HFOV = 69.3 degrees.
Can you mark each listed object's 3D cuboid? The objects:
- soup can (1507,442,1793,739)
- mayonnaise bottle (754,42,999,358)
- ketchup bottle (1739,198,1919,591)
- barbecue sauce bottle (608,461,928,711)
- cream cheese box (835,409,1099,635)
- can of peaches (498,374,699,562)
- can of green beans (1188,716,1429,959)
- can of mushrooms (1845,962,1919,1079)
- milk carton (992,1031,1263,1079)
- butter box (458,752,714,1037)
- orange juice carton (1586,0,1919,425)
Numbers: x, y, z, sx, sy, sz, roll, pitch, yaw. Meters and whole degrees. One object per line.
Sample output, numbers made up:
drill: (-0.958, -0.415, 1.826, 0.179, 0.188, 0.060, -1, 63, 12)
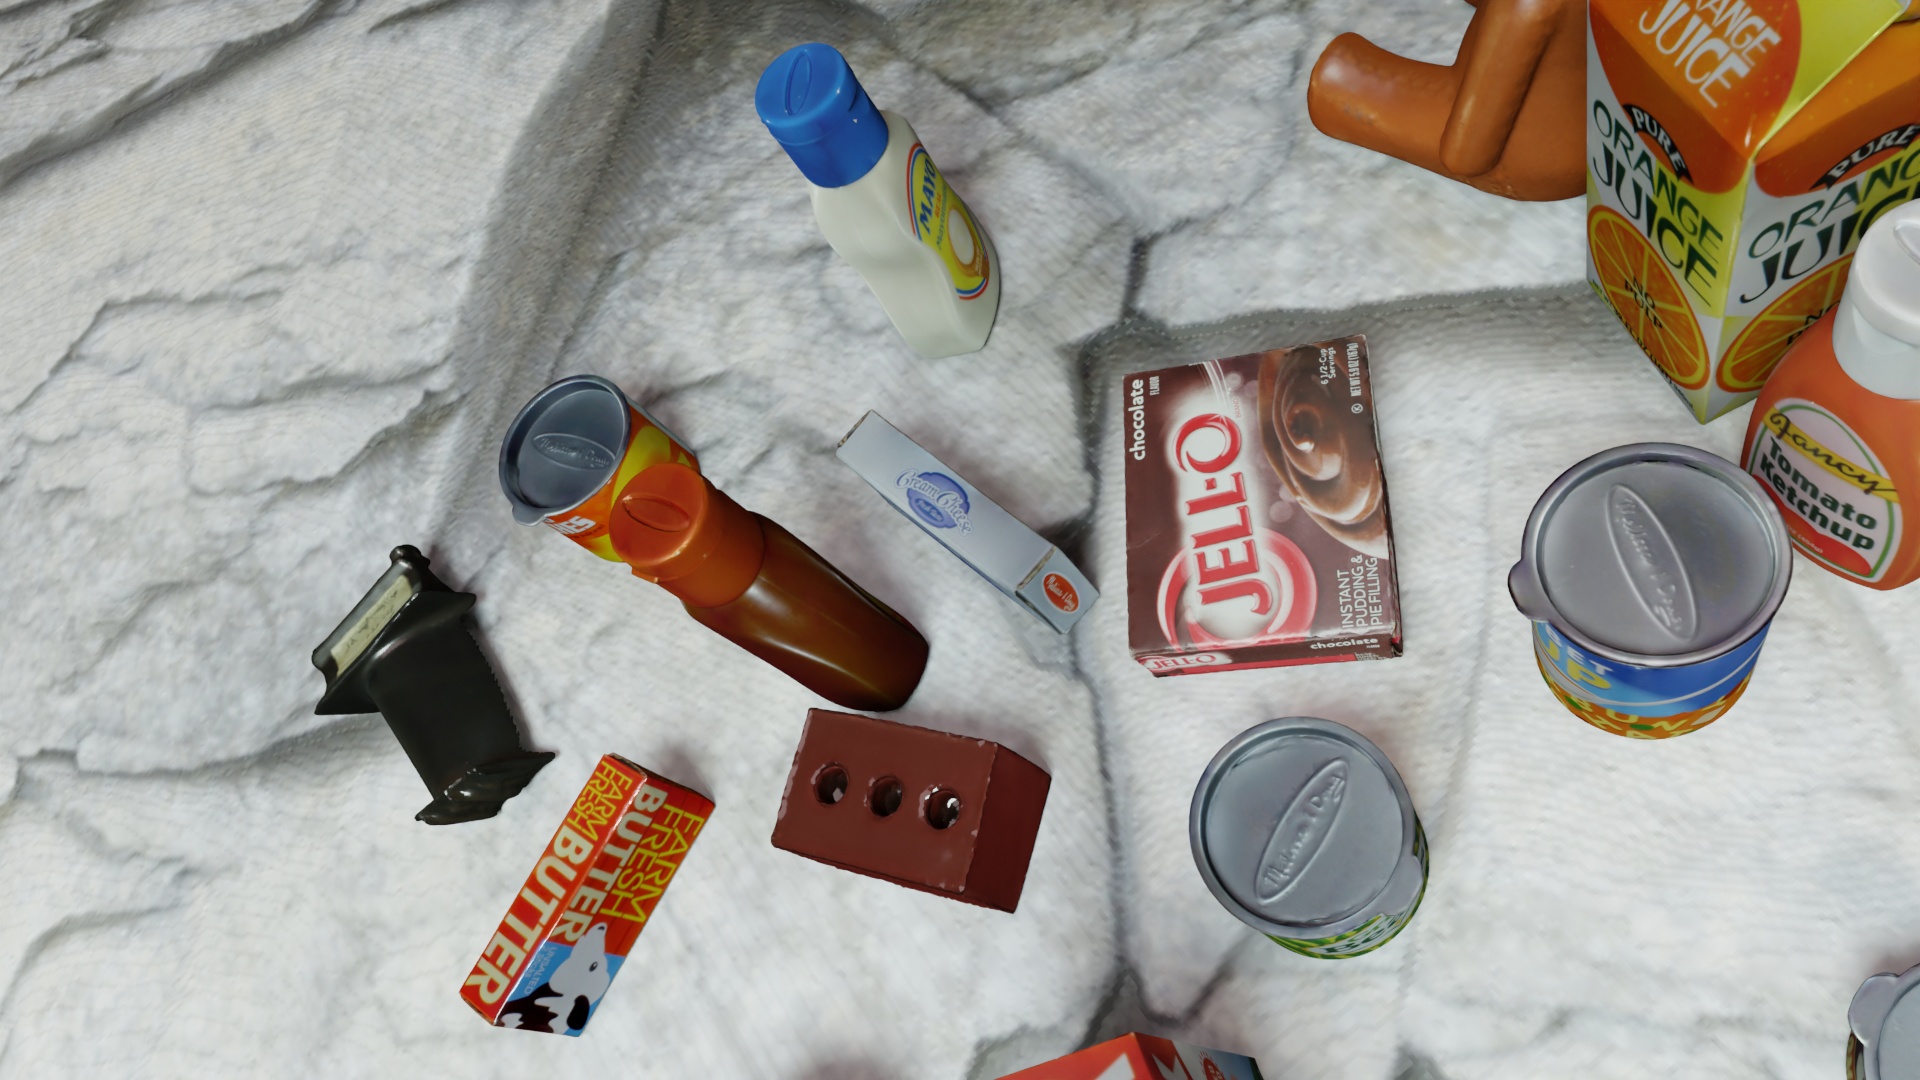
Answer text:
soup can: (0.201, 0.019, 0.414, 0.071, 0.083, 0.071, -9, 65, 20)
mayonnaise bottle: (-0.028, -0.131, 0.543, 0.041, 0.147, 0.065, -5, 66, 22)
ketchup bottle: (0.253, -0.038, 0.378, 0.043, 0.148, 0.065, -40, 58, 3)
barbecue sauce bottle: (-0.067, 0.019, 0.492, 0.065, 0.148, 0.044, 19, 77, 29)
cream cheese box: (0.002, -0.007, 0.530, 0.104, 0.053, 0.024, 38, 86, 32)
can of peaches: (-0.157, -0.028, 0.606, 0.071, 0.058, 0.071, -9, 65, 20)
can of green beans: (0.110, 0.095, 0.435, 0.071, 0.057, 0.071, -9, 65, 20)
can of mushrooms: (0.268, 0.140, 0.360, 0.071, 0.033, 0.071, -9, 64, 20)
milk carton: (0.041, 0.176, 0.351, 0.073, 0.190, 0.072, -29, 60, 10)
butter box: (-0.140, 0.135, 0.529, 0.024, 0.053, 0.103, 24, 79, 30)
orange juice carton: (0.232, -0.117, 0.397, 0.073, 0.192, 0.072, -29, 60, 10)
